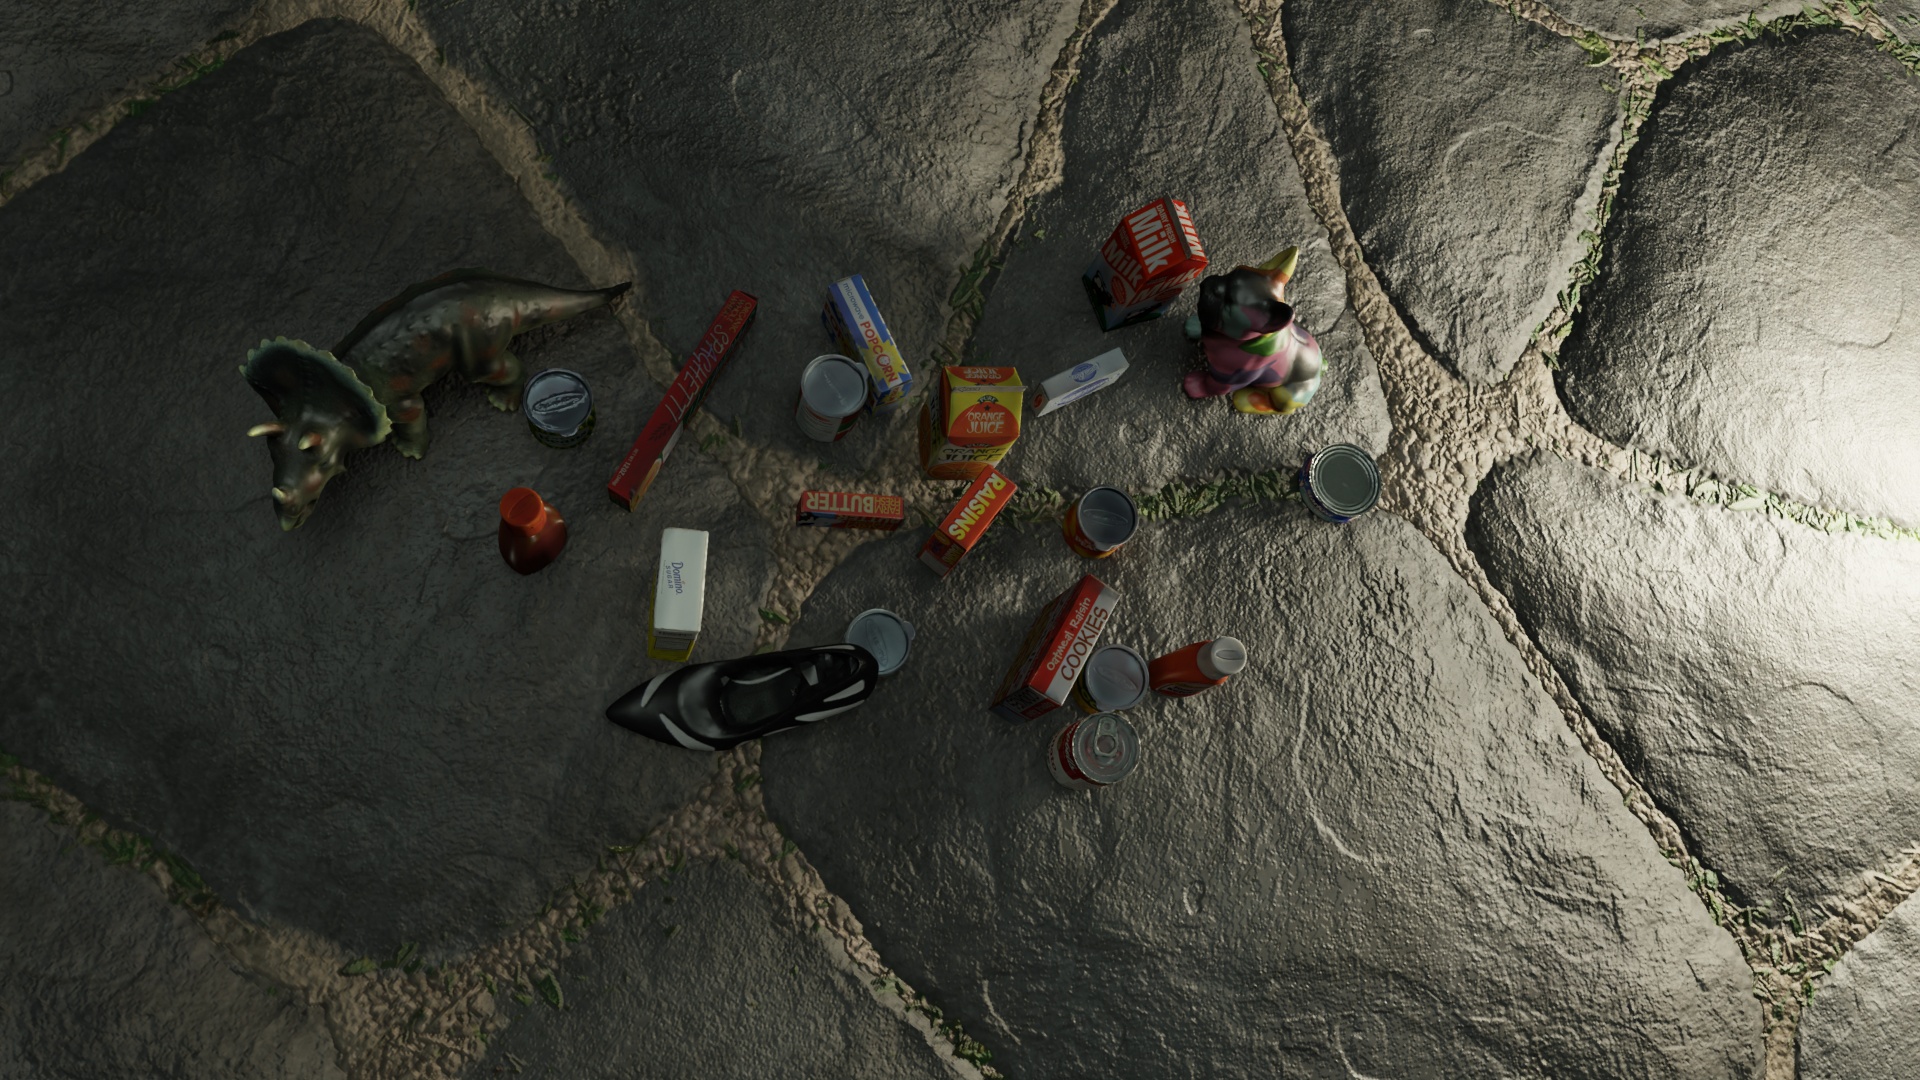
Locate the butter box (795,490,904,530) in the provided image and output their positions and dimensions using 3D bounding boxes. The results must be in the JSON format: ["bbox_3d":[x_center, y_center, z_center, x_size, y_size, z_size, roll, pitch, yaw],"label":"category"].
[{"bbox_3d":[-0.111,-0.029,1.392,0.103,0.053,0.024,3,75,-11],"label":"butter box"}]

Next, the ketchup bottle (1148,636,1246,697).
[{"bbox_3d":[0.238,0.124,1.376,0.065,0.148,0.043,5,75,-11],"label":"ketchup bottle"}]

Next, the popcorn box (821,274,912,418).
[{"bbox_3d":[-0.098,-0.198,1.423,0.038,0.085,0.127,-24,82,-17],"label":"popcorn box"}]

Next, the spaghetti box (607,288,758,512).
[{"bbox_3d":[-0.275,-0.142,1.388,0.029,0.050,0.251,29,71,-3],"label":"spaghetti box"}]

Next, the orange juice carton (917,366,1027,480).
[{"bbox_3d":[0.009,-0.119,1.368,0.072,0.192,0.073,0,76,-12],"label":"orange juice carton"}]

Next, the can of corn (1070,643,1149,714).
[{"bbox_3d":[0.148,0.144,1.399,0.071,0.058,0.071,3,75,-11],"label":"can of corn"}]

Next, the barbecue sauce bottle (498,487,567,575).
[{"bbox_3d":[-0.396,-0.011,1.276,0.043,0.148,0.065,43,72,1],"label":"barbecue sauce bottle"}]

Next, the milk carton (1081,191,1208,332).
[{"bbox_3d":[0.197,-0.291,1.455,0.073,0.190,0.072,-17,80,-16],"label":"milk carton"}]

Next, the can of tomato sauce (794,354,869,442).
[{"bbox_3d":[-0.130,-0.144,1.403,0.071,0.083,0.071,3,75,-11],"label":"can of tomato sauce"}]

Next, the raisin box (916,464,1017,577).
[{"bbox_3d":[0.005,-0.017,1.377,0.040,0.123,0.086,39,72,0],"label":"raisin box"}]

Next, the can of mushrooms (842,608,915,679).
[{"bbox_3d":[-0.081,0.102,1.374,0.071,0.033,0.071,3,75,-11],"label":"can of mushrooms"}]

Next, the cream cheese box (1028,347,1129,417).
[{"bbox_3d":[0.125,-0.169,1.480,0.104,0.053,0.024,-26,82,-17],"label":"cream cheese box"}]

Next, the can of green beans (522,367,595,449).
[{"bbox_3d":[-0.391,-0.128,1.356,0.071,0.057,0.071,3,75,-11],"label":"can of green beans"}]

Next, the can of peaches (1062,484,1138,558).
[{"bbox_3d":[0.144,-0.016,1.441,0.071,0.058,0.071,3,75,-11],"label":"can of peaches"}]

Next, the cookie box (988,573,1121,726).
[{"bbox_3d":[0.087,0.108,1.338,0.040,0.167,0.123,31,72,-3],"label":"cookie box"}]
